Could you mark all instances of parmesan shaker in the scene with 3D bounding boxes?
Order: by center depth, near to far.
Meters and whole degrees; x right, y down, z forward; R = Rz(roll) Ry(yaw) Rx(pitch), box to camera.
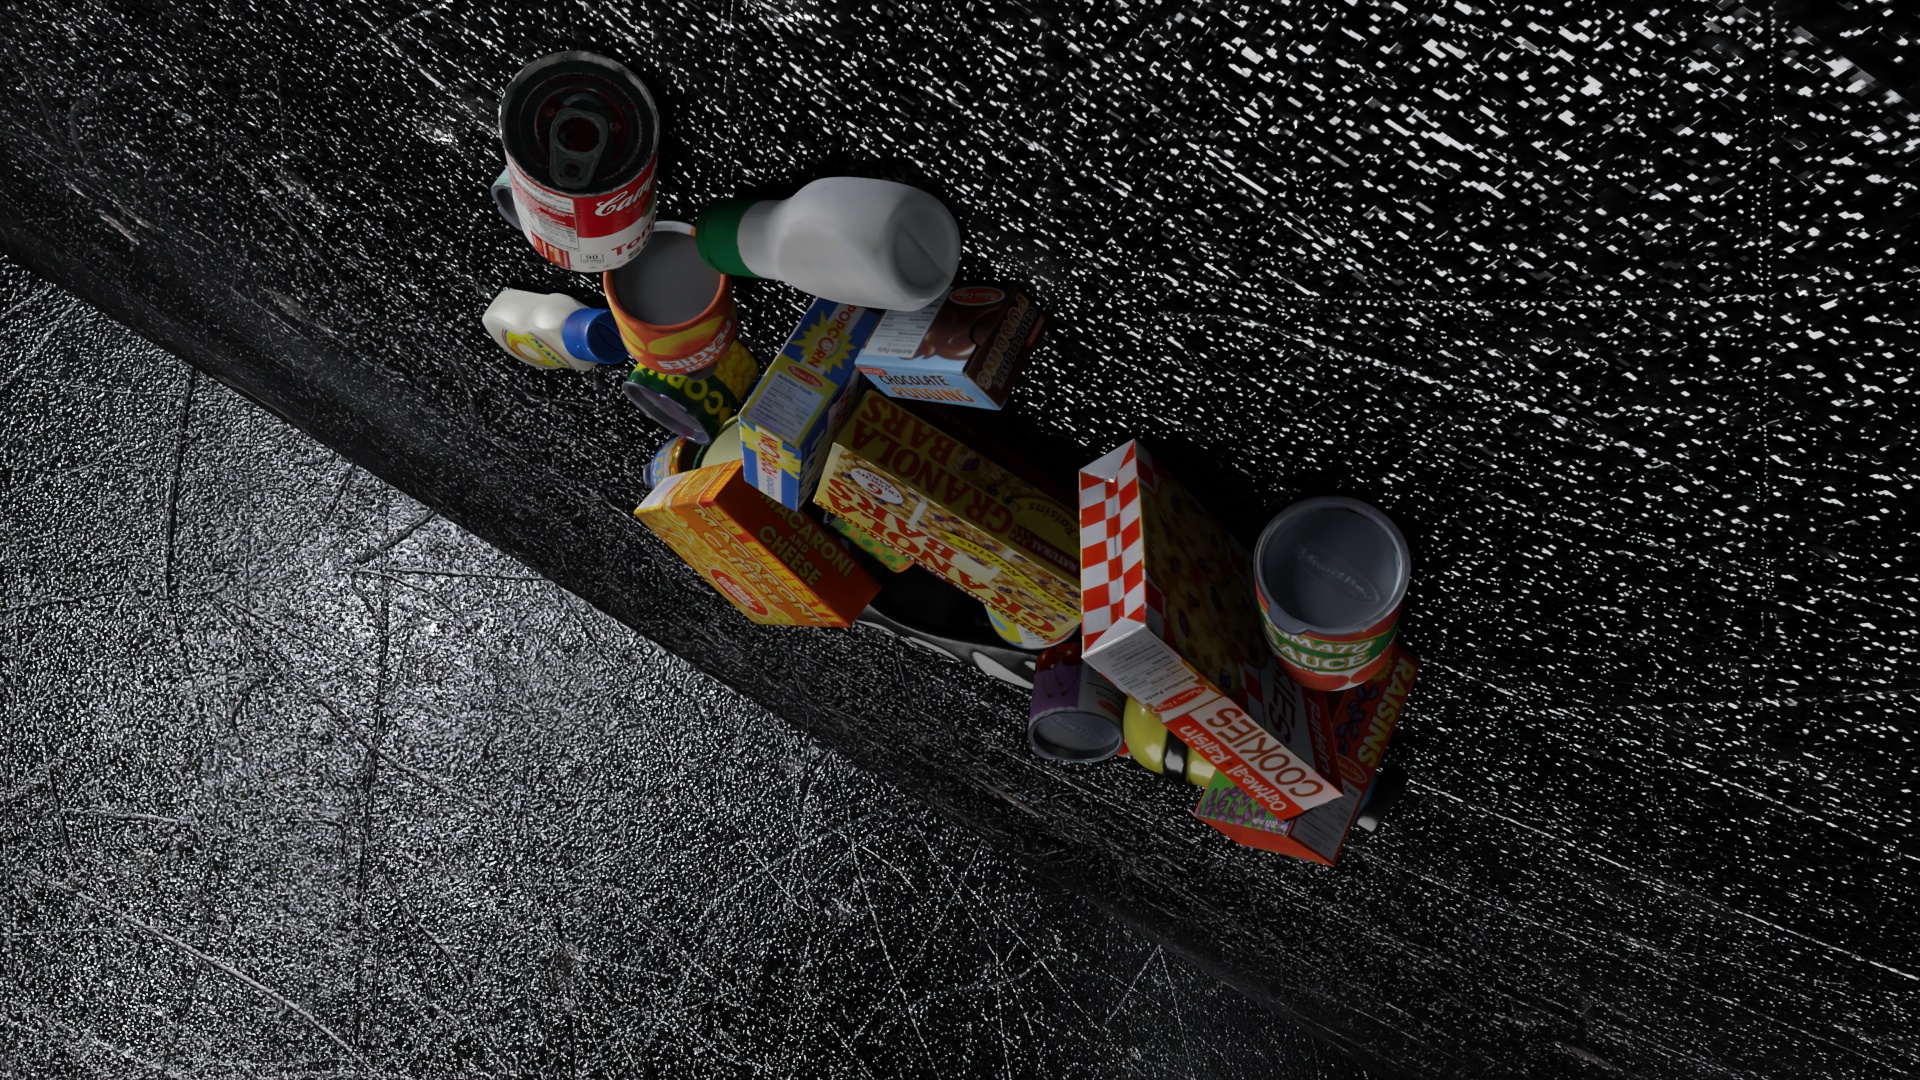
[{"bbox_3d":[-0.139,-0.036,1.011,0.071,0.071,0.103,12,156,49],"label":"parmesan shaker"}]

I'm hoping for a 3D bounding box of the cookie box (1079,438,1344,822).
[{"bbox_3d":[0.123,0.047,0.692,0.040,0.123,0.167,-30,126,29],"label":"cookie box"}]

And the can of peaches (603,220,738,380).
[{"bbox_3d":[-0.154,-0.129,0.751,0.071,0.071,0.058,29,163,4],"label":"can of peaches"}]

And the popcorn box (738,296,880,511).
[{"bbox_3d":[-0.082,-0.074,0.758,0.038,0.085,0.126,31,165,0],"label":"popcorn box"}]

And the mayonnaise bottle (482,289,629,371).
[{"bbox_3d":[-0.280,-0.146,0.978,0.148,0.041,0.064,13,155,49],"label":"mayonnaise bottle"}]

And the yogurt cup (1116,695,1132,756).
[{"bbox_3d":[0.121,0.119,1.032,0.054,0.072,0.072,41,163,-9],"label":"yogurt cup"}]

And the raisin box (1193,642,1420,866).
[{"bbox_3d":[0.188,0.108,0.760,0.040,0.123,0.086,34,164,-17],"label":"raisin box"}]

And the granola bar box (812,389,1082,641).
[{"bbox_3d":[0.003,-0.010,0.778,0.165,0.039,0.124,31,163,-2],"label":"granola bar box"}]

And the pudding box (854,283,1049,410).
[{"bbox_3d":[-0.006,-0.090,0.634,0.084,0.050,0.030,12,157,48],"label":"pudding box"}]

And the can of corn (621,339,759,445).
[{"bbox_3d":[-0.169,-0.103,0.878,0.071,0.058,0.071,28,164,9],"label":"can of corn"}]

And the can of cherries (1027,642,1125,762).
[{"bbox_3d":[0.080,0.113,0.964,0.071,0.059,0.071,5,141,4],"label":"can of cherries"}]

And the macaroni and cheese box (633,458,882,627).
[{"bbox_3d":[-0.139,0.004,0.931,0.123,0.040,0.166,45,158,-20],"label":"macaroni and cheese box"}]

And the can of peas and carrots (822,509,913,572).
[{"bbox_3d":[-0.048,-0.020,0.896,0.058,0.071,0.071,34,164,-15],"label":"can of peas and carrots"}]

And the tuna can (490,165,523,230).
[{"bbox_3d":[-0.222,-0.185,0.764,0.071,0.033,0.071,28,164,9],"label":"tuna can"}]

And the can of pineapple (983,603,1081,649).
[{"bbox_3d":[0.044,0.028,0.884,0.071,0.071,0.057,25,163,19],"label":"can of pineapple"}]

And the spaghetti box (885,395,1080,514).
[{"bbox_3d":[0.057,-0.009,0.812,0.250,0.029,0.050,34,164,-12],"label":"spaghetti box"}]

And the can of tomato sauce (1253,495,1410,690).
[{"bbox_3d":[0.170,0.028,0.642,0.071,0.071,0.083,24,164,22],"label":"can of tomato sauce"}]

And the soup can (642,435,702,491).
[{"bbox_3d":[-0.200,-0.053,1.070,0.071,0.071,0.083,36,163,-19],"label":"soup can"}]

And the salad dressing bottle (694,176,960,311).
[{"bbox_3d":[-0.065,-0.133,0.620,0.148,0.044,0.064,16,161,45],"label":"salad dressing bottle"}]
